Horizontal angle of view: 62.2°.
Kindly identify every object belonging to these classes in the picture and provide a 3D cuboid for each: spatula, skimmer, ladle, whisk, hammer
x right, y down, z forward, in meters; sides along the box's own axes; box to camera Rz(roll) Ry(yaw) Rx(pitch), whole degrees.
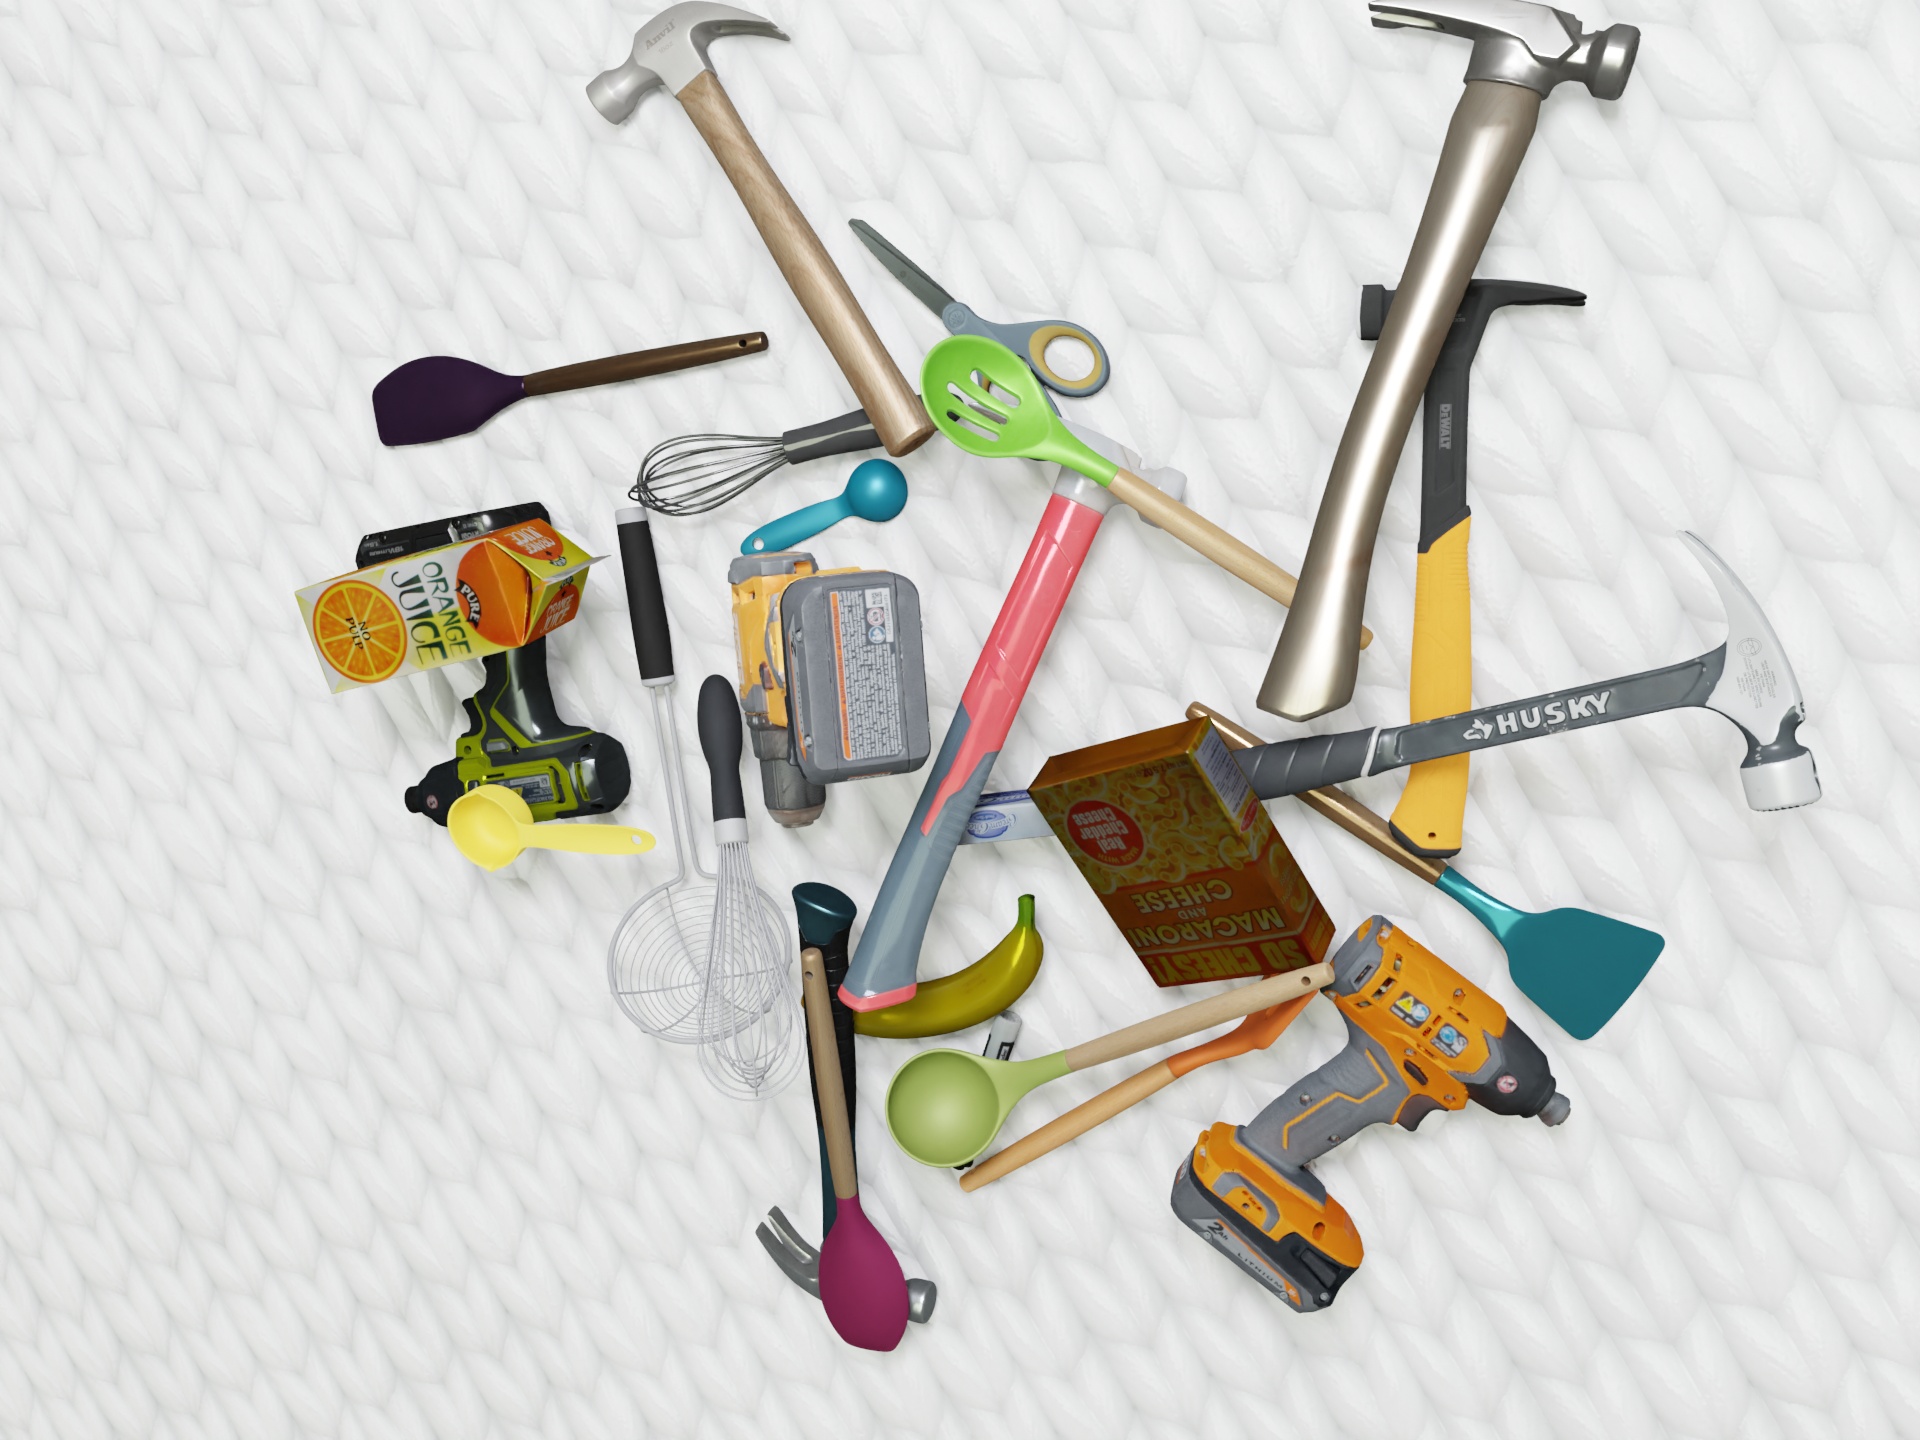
[{"bbox_3d":[-0.278,-0.239,1.103,0.316,0.018,0.060,-5,97,19],"label":"spatula"},{"bbox_3d":[-0.199,0.034,1.087,0.127,0.090,0.363,-9,96,-4],"label":"skimmer"},{"bbox_3d":[0.086,0.210,1.001,0.320,0.062,0.078,-26,83,29],"label":"ladle"},{"bbox_3d":[-0.110,-0.178,1.050,0.239,0.055,0.055,-12,96,14],"label":"whisk"},{"bbox_3d":[0.274,0.080,0.984,0.317,0.044,0.082,35,107,14],"label":"spatula"},{"bbox_3d":[-0.147,0.106,1.049,0.070,0.070,0.285,-12,76,19],"label":"whisk"},{"bbox_3d":[-0.110,-0.315,1.015,0.130,0.031,0.331,-34,82,18],"label":"hammer"},{"bbox_3d":[0.238,-0.199,0.895,0.146,0.038,0.410,20,95,19],"label":"hammer"},{"bbox_3d":[-0.085,0.266,1.096,0.128,0.033,0.330,5,111,19],"label":"hammer"},{"bbox_3d":[0.290,-0.086,0.928,0.127,0.034,0.337,3,95,18],"label":"hammer"},{"bbox_3d":[0.253,0.009,0.912,0.409,0.036,0.149,-14,86,36],"label":"hammer"},{"bbox_3d":[-0.002,-0.003,0.991,0.143,0.038,0.386,24,93,0],"label":"hammer"},{"bbox_3d":[0.115,0.233,1.046,0.322,0.081,0.041,-36,110,24],"label":"spatula"}]

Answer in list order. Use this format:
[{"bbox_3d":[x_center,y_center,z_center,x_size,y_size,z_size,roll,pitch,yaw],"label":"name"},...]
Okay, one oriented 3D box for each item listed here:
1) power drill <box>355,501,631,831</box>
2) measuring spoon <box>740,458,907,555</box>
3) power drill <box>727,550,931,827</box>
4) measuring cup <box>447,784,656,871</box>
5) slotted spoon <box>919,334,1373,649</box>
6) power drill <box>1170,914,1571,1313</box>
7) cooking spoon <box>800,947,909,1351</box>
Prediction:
[{"bbox_3d":[-0.341,-0.033,1.129,0.171,0.080,0.223,-8,100,18],"label":"power drill"},{"bbox_3d":[-0.096,-0.136,1.061,0.128,0.021,0.042,-21,92,18],"label":"measuring spoon"},{"bbox_3d":[-0.090,-0.012,0.990,0.084,0.226,0.185,-7,99,-20],"label":"power drill"},{"bbox_3d":[-0.276,0.074,1.089,0.156,0.029,0.062,3,112,15],"label":"measuring cup"},{"bbox_3d":[0.112,-0.129,0.949,0.314,0.031,0.070,32,76,-2],"label":"slotted spoon"},{"bbox_3d":[0.255,0.254,0.990,0.164,0.084,0.226,37,104,7],"label":"power drill"},{"bbox_3d":[-0.081,0.298,1.077,0.069,0.017,0.318,1,110,20],"label":"cooking spoon"}]
